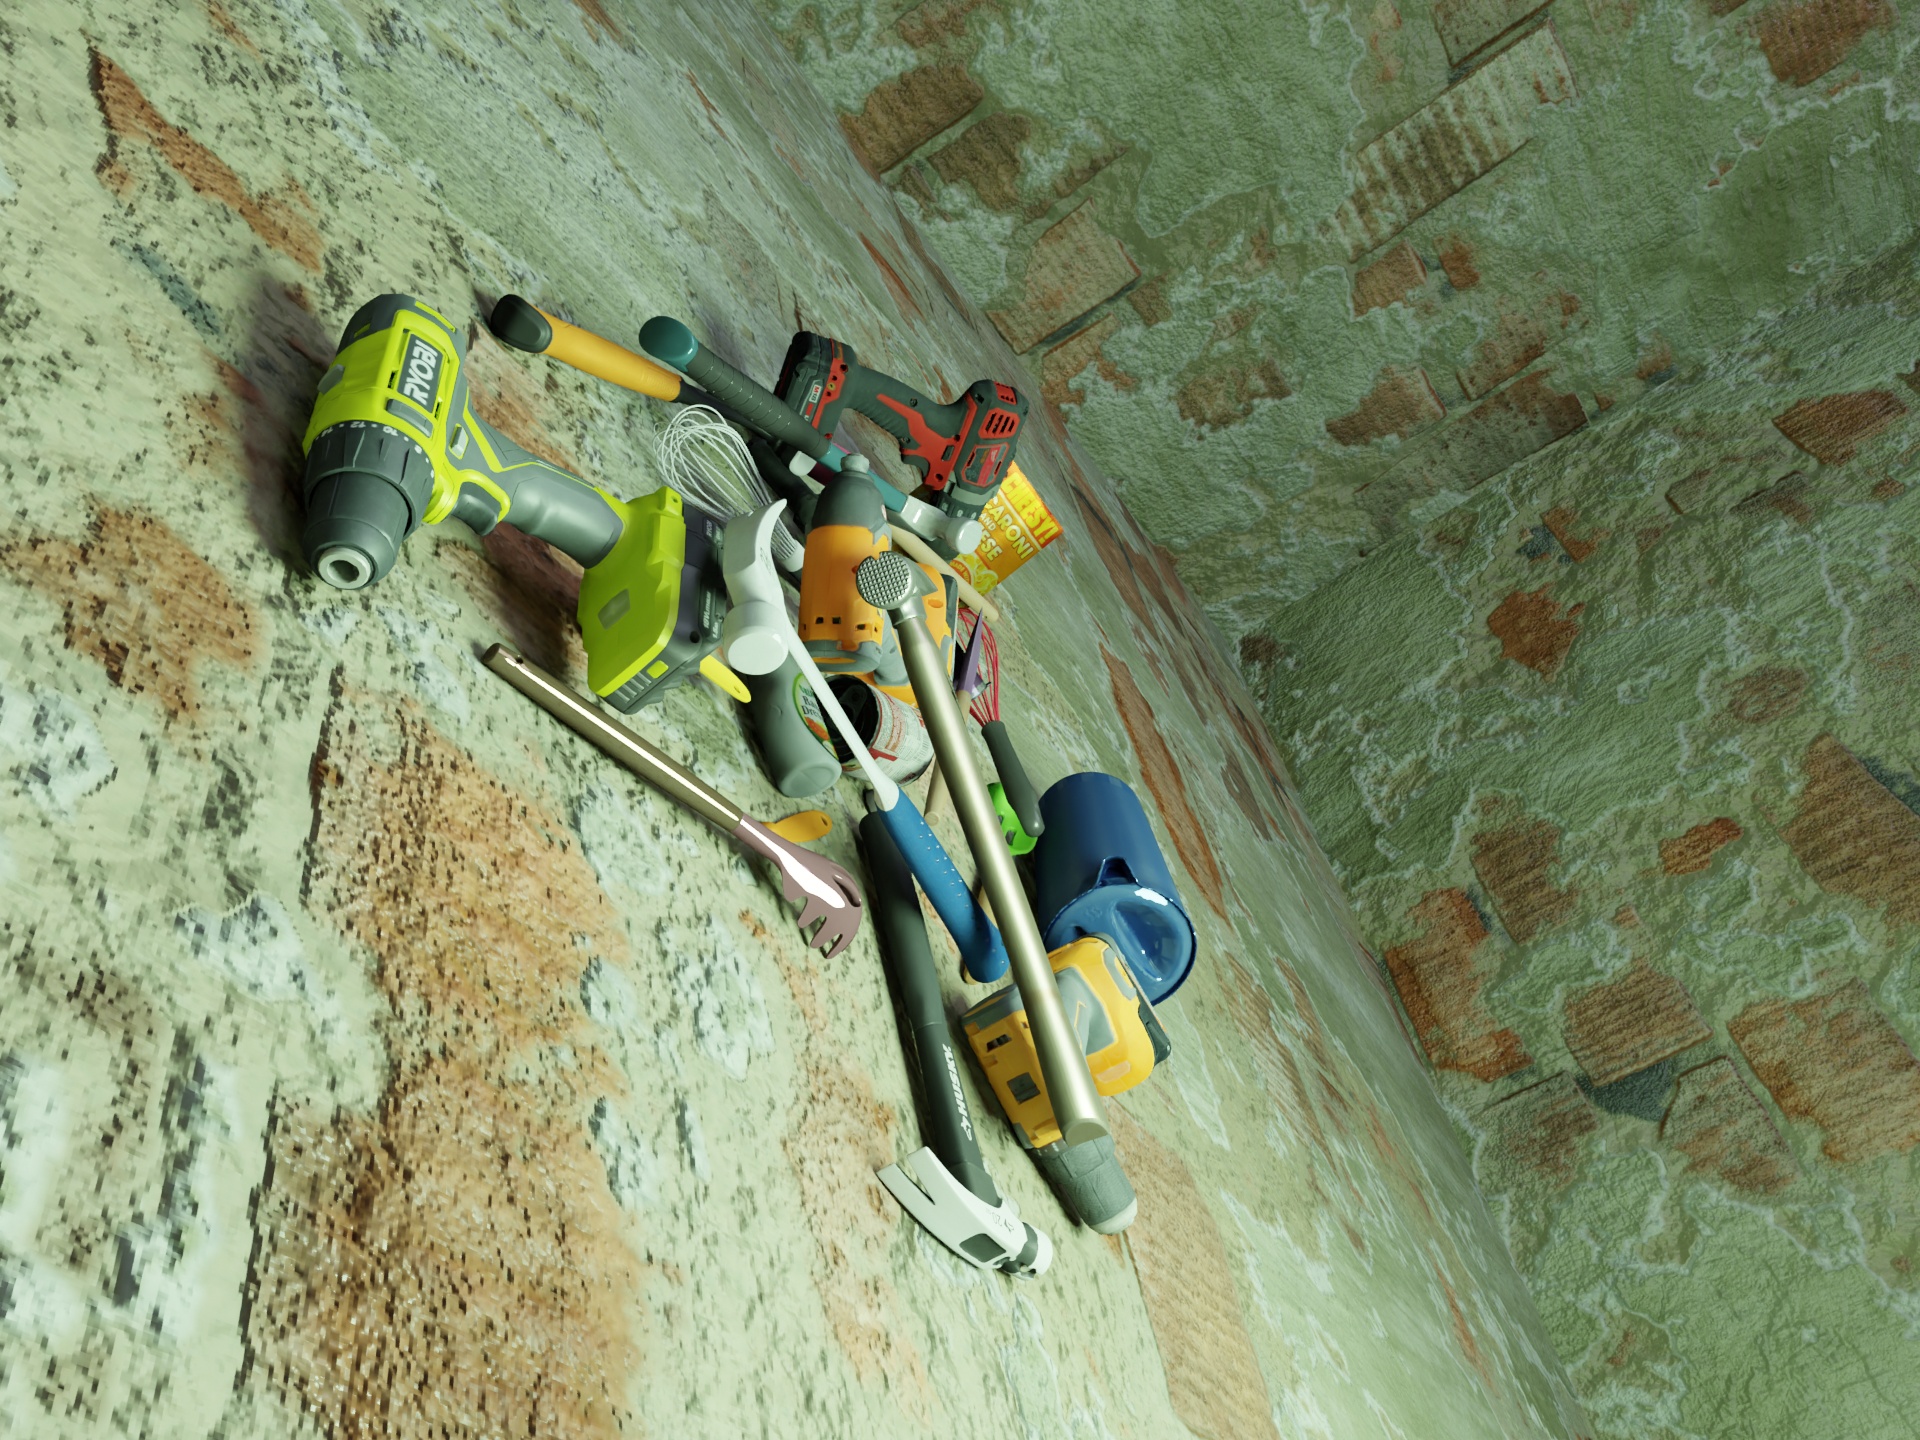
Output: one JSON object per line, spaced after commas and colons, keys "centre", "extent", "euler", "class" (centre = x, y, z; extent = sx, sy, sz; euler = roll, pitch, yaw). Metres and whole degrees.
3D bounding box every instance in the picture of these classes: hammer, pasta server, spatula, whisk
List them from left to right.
{"centre": [-0.236, -0.263, 1.211], "extent": [0.127, 0.034, 0.336], "euler": [41, 13, 22], "class": "hammer"}
{"centre": [-0.157, 0.049, 0.928], "extent": [0.315, 0.040, 0.060], "euler": [41, 23, -38], "class": "pasta server"}
{"centre": [-0.150, -0.149, 1.264], "extent": [0.284, 0.070, 0.070], "euler": [48, 18, -50], "class": "whisk"}
{"centre": [-0.118, -0.217, 1.228], "extent": [0.128, 0.033, 0.330], "euler": [25, -3, 39], "class": "hammer"}
{"centre": [-0.050, 0.035, 0.998], "extent": [0.144, 0.035, 0.405], "euler": [-100, 167, -45], "class": "hammer"}
{"centre": [-0.025, 0.191, 1.044], "extent": [0.146, 0.035, 0.335], "euler": [44, 21, -44], "class": "hammer"}
{"centre": [-0.002, -0.004, 1.285], "extent": [0.316, 0.018, 0.059], "euler": [-76, 176, -60], "class": "spatula"}
{"centre": [0.024, -0.006, 1.481], "extent": [0.073, 0.073, 0.296], "euler": [42, 20, -47], "class": "whisk"}
{"centre": [0.021, 0.085, 1.086], "extent": [0.146, 0.038, 0.411], "euler": [8, 62, -82], "class": "hammer"}

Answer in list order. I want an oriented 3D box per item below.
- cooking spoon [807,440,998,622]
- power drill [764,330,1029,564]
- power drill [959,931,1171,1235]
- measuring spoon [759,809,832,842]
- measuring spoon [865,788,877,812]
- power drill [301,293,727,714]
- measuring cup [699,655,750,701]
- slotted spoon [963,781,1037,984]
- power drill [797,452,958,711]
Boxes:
{"centre": [-0.058, -0.174, 1.465], "extent": [0.318, 0.069, 0.017], "euler": [38, 59, -43], "class": "cooking spoon"}
{"centre": [-0.067, -0.246, 1.469], "extent": [0.226, 0.187, 0.080], "euler": [14, 31, -18], "class": "power drill"}
{"centre": [0.093, 0.265, 1.193], "extent": [0.185, 0.084, 0.226], "euler": [60, 20, 4], "class": "power drill"}
{"centre": [-0.106, 0.070, 1.062], "extent": [0.021, 0.011, 0.117], "euler": [61, 15, 7], "class": "measuring spoon"}
{"centre": [-0.034, 0.086, 1.244], "extent": [0.124, 0.018, 0.034], "euler": [43, 22, -46], "class": "measuring spoon"}
{"centre": [-0.234, -0.099, 0.831], "extent": [0.228, 0.080, 0.191], "euler": [34, 33, -35], "class": "power drill"}
{"centre": [-0.185, -0.039, 1.003], "extent": [0.156, 0.029, 0.062], "euler": [40, 24, -55], "class": "measuring cup"}
{"centre": [0.026, 0.134, 1.327], "extent": [0.070, 0.031, 0.314], "euler": [42, 21, -10], "class": "slotted spoon"}
{"centre": [-0.064, -0.100, 1.241], "extent": [0.226, 0.084, 0.164], "euler": [41, 51, -72], "class": "power drill"}
